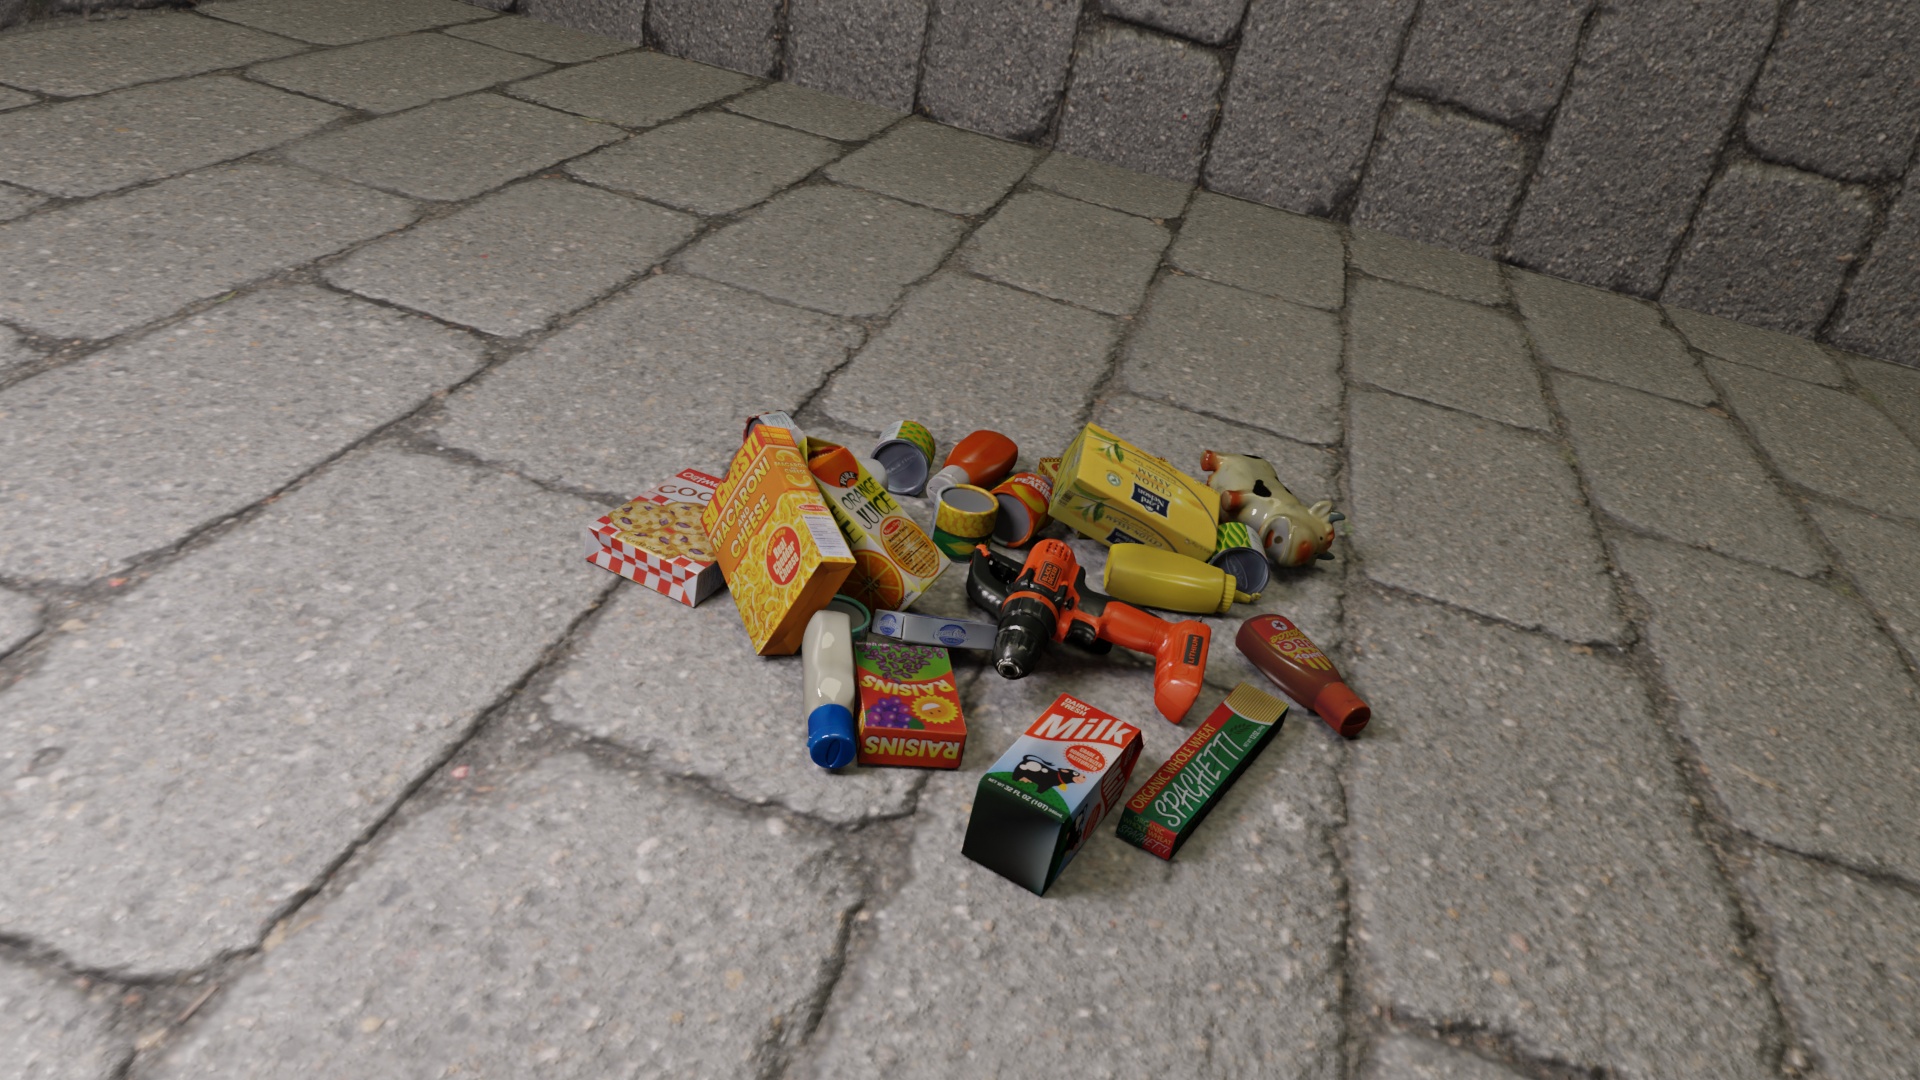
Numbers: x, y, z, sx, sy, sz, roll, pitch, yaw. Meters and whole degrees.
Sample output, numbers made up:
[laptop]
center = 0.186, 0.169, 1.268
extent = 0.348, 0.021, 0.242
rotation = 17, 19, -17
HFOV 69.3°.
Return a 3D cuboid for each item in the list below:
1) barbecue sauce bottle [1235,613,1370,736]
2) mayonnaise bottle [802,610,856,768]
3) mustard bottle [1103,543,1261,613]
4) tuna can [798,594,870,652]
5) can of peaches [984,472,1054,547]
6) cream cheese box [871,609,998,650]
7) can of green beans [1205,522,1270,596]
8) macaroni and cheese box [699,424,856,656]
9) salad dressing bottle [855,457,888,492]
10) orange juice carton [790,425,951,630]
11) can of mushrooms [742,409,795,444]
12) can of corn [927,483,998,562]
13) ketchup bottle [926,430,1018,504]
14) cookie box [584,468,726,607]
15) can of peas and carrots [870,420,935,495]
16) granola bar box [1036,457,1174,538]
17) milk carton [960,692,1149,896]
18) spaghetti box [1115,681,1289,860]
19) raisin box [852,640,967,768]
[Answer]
[barbecue sauce bottle]
center = 0.326, 0.127, 1.312
extent = 0.065, 0.043, 0.149
rotation = -2, 32, -28
[mayonnaise bottle]
center = -0.107, 0.123, 1.134
extent = 0.041, 0.064, 0.149
rotation = 9, 32, -14
[mustard bottle]
center = 0.227, 0.045, 1.415
extent = 0.160, 0.048, 0.065
rotation = 13, 31, 0
[tuna can]
center = -0.112, 0.078, 1.239
extent = 0.071, 0.032, 0.071
rotation = 9, 28, -5
[can of peaches]
center = 0.062, -0.034, 1.471
extent = 0.071, 0.071, 0.058
rotation = 25, 32, 22
[cream cheese box]
center = -0.022, 0.080, 1.239
extent = 0.104, 0.024, 0.053
rotation = 9, -2, -33
[can of green beans]
center = 0.289, 0.022, 1.464
extent = 0.071, 0.071, 0.058
rotation = 11, 28, -3
[macaroni and cheese box]
center = -0.165, -0.001, 1.219
extent = 0.040, 0.123, 0.167
rotation = 5, 43, -41
[salad dressing bottle]
center = -0.144, -0.049, 1.364
extent = 0.148, 0.043, 0.064
rotation = -9, 41, -33
[orange juice carton]
center = -0.107, -0.016, 1.282
extent = 0.192, 0.071, 0.073
rotation = 47, 32, -1
[can of mushrooms]
center = -0.207, -0.106, 1.504
extent = 0.033, 0.070, 0.071
rotation = -13, 37, -36
[can of corn]
center = 0.005, -0.018, 1.432
extent = 0.071, 0.058, 0.071
rotation = 9, 29, -5
[ketchup bottle]
center = 0.010, -0.080, 1.562
extent = 0.065, 0.043, 0.149
rotation = 21, 30, 17
[cookie box]
center = -0.257, -0.008, 1.330
extent = 0.123, 0.040, 0.168
rotation = 22, 29, 16
[can of peas and carrots]
center = -0.061, -0.091, 1.532
extent = 0.071, 0.070, 0.059
rotation = 13, 28, 1
[granola bar box]
center = 0.183, -0.050, 1.580
extent = 0.166, 0.038, 0.124
rotation = -1, 32, -23
[milk carton]
center = 0.081, 0.184, 1.082
extent = 0.072, 0.073, 0.191
rotation = 23, 30, 20
[spaghetti box]
center = 0.209, 0.188, 1.170
extent = 0.050, 0.028, 0.251
rotation = 25, 31, 24
[raisin box]
center = -0.047, 0.136, 1.154
extent = 0.086, 0.040, 0.124
rotation = 6, 28, -13
